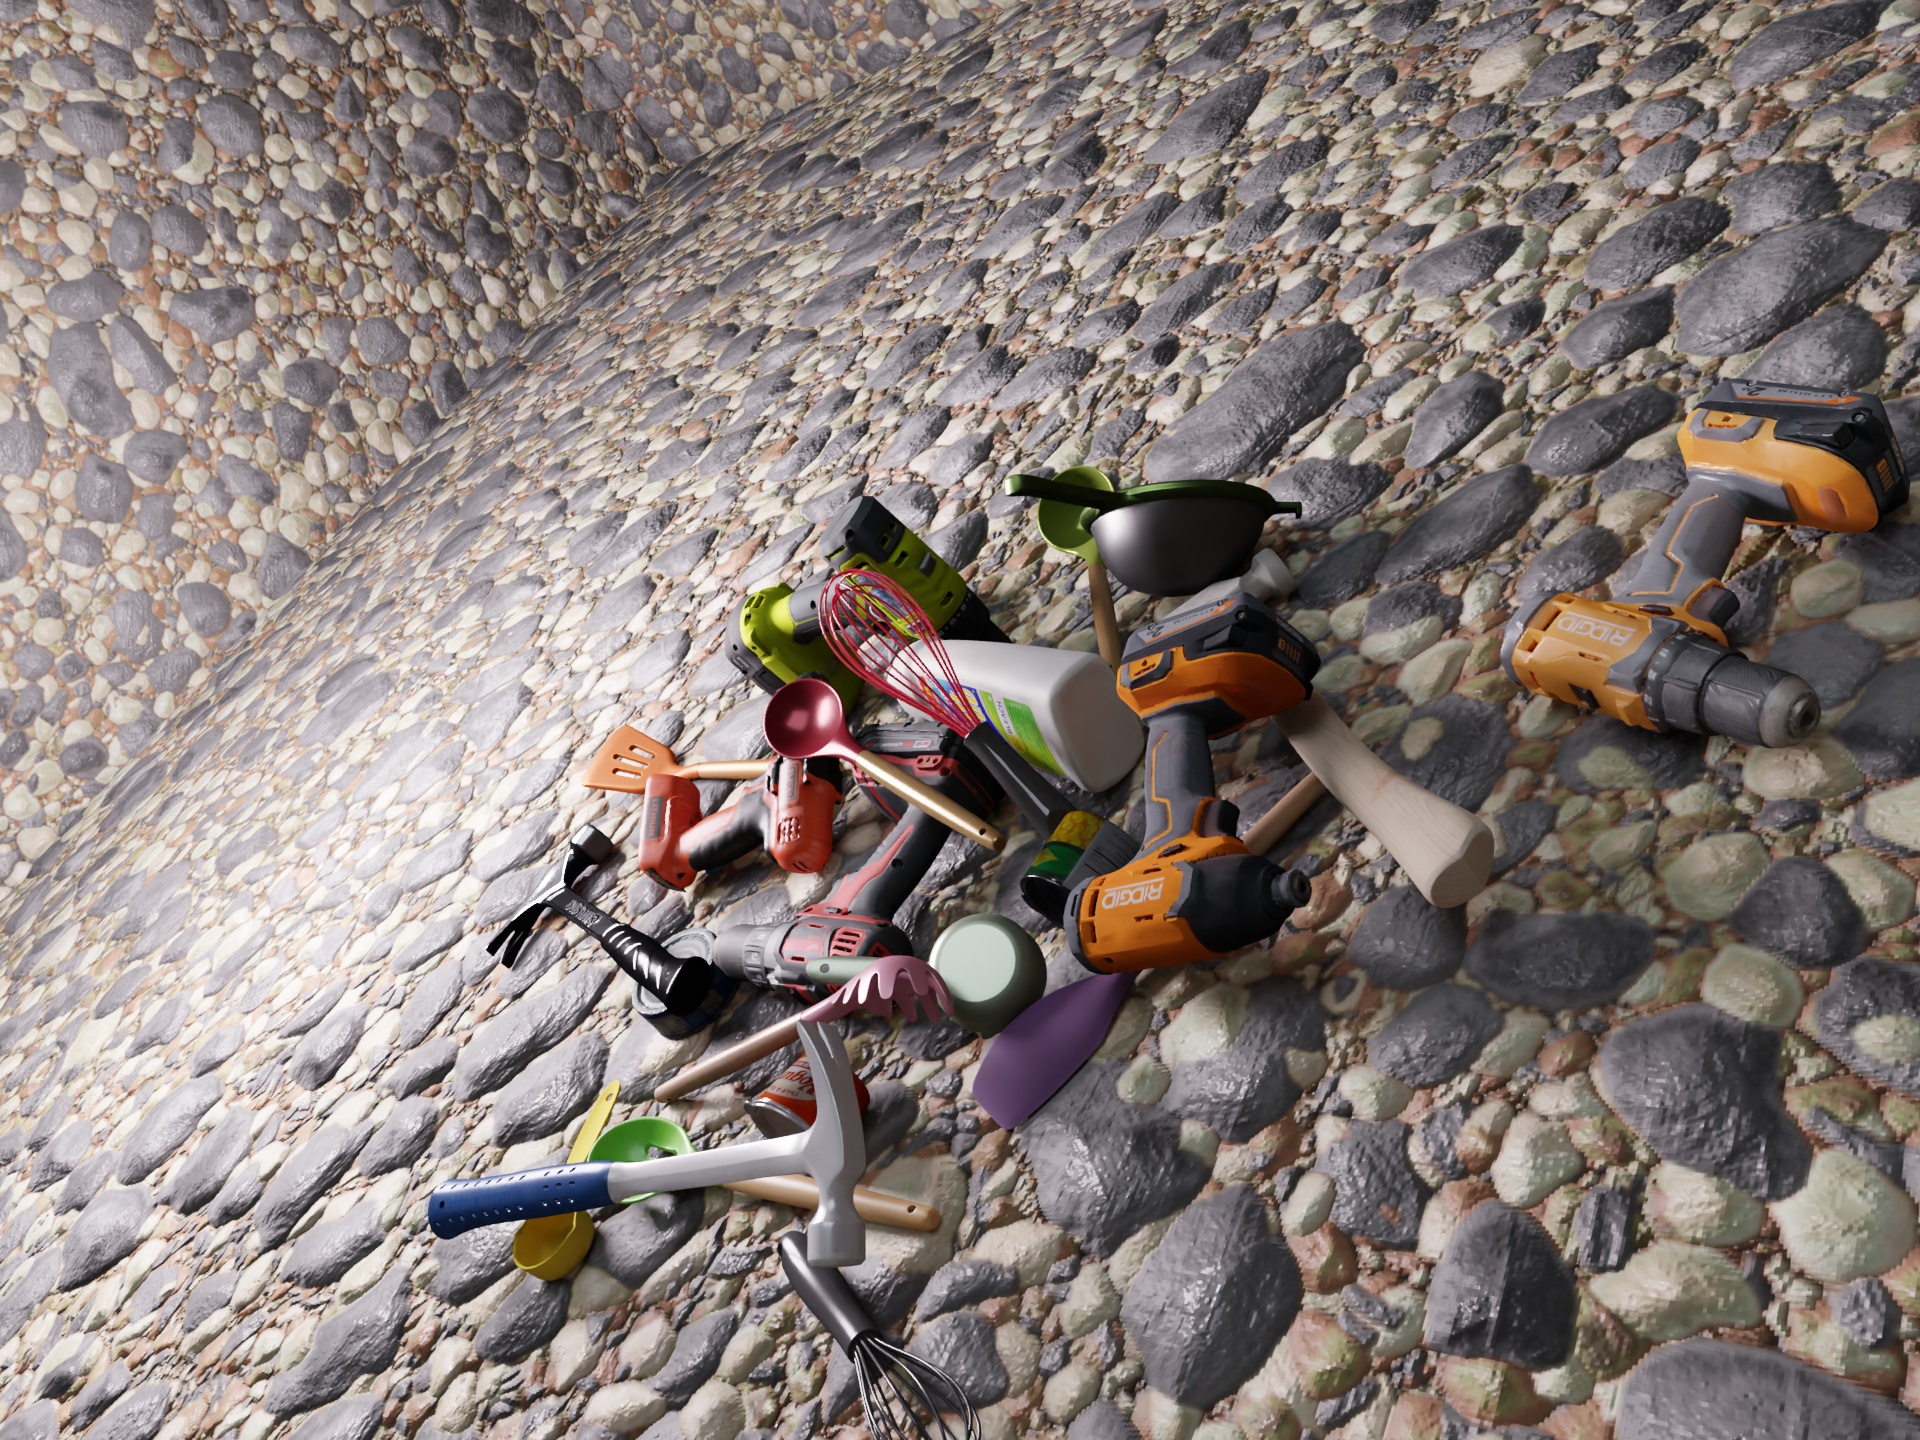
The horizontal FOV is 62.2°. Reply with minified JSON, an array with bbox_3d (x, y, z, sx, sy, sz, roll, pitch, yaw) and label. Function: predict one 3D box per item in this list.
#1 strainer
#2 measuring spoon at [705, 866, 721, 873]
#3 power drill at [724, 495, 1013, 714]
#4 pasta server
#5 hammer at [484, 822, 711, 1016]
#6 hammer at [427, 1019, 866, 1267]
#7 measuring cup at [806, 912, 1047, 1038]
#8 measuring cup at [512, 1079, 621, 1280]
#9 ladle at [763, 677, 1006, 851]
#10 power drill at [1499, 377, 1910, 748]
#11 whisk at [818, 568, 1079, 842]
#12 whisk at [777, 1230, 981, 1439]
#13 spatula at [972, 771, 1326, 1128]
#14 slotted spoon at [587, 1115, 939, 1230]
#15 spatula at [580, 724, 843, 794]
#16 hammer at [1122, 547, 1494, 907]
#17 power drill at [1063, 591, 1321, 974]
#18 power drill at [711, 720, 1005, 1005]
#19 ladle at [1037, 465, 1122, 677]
[{"bbox_3d":[0.130,-0.135,1.191,0.151,0.256,0.069,-12,79,47],"label":"strainer"},{"bbox_3d":[-0.171,0.090,1.374,0.128,0.021,0.042,-44,45,7],"label":"measuring spoon"},{"bbox_3d":[-0.079,-0.078,1.362,0.228,0.190,0.080,-26,31,46],"label":"power drill"},{"bbox_3d":[-0.119,0.219,1.081,0.316,0.060,0.040,-32,48,39],"label":"pasta server"},{"bbox_3d":[-0.294,0.178,1.314,0.149,0.036,0.409,-50,25,-15],"label":"hammer"},{"bbox_3d":[-0.218,0.297,1.047,0.405,0.035,0.144,-19,63,35],"label":"hammer"},{"bbox_3d":[-0.028,0.163,1.049,0.167,0.038,0.083,0,66,15],"label":"measuring cup"},{"bbox_3d":[-0.273,0.333,1.155,0.062,0.029,0.157,-17,35,31],"label":"measuring cup"},{"bbox_3d":[-0.058,0.035,1.170,0.069,0.031,0.316,-55,37,-5],"label":"ladle"},{"bbox_3d":[0.448,-0.086,0.914,0.226,0.084,0.185,-48,33,-8],"label":"power drill"},{"bbox_3d":[-0.002,-0.004,1.149,0.073,0.073,0.296,-41,71,-5],"label":"whisk"},{"bbox_3d":[-0.055,0.349,0.895,0.055,0.055,0.239,-45,28,-11],"label":"whisk"},{"bbox_3d":[0.128,0.134,1.009,0.316,0.018,0.060,-43,46,-7],"label":"spatula"},{"bbox_3d":[-0.136,0.306,1.049,0.314,0.031,0.070,-4,39,40],"label":"slotted spoon"},{"bbox_3d":[-0.228,0.040,1.468,0.323,0.041,0.081,-3,45,42],"label":"spatula"},{"bbox_3d":[0.219,0.006,1.035,0.146,0.038,0.411,-36,27,6],"label":"hammer"},{"bbox_3d":[0.154,0.040,0.968,0.164,0.084,0.227,-18,49,47],"label":"power drill"},{"bbox_3d":[-0.081,0.112,1.199,0.188,0.080,0.227,-3,49,44],"label":"power drill"},{"bbox_3d":[0.105,-0.118,1.289,0.078,0.062,0.320,-36,25,20],"label":"ladle"}]
